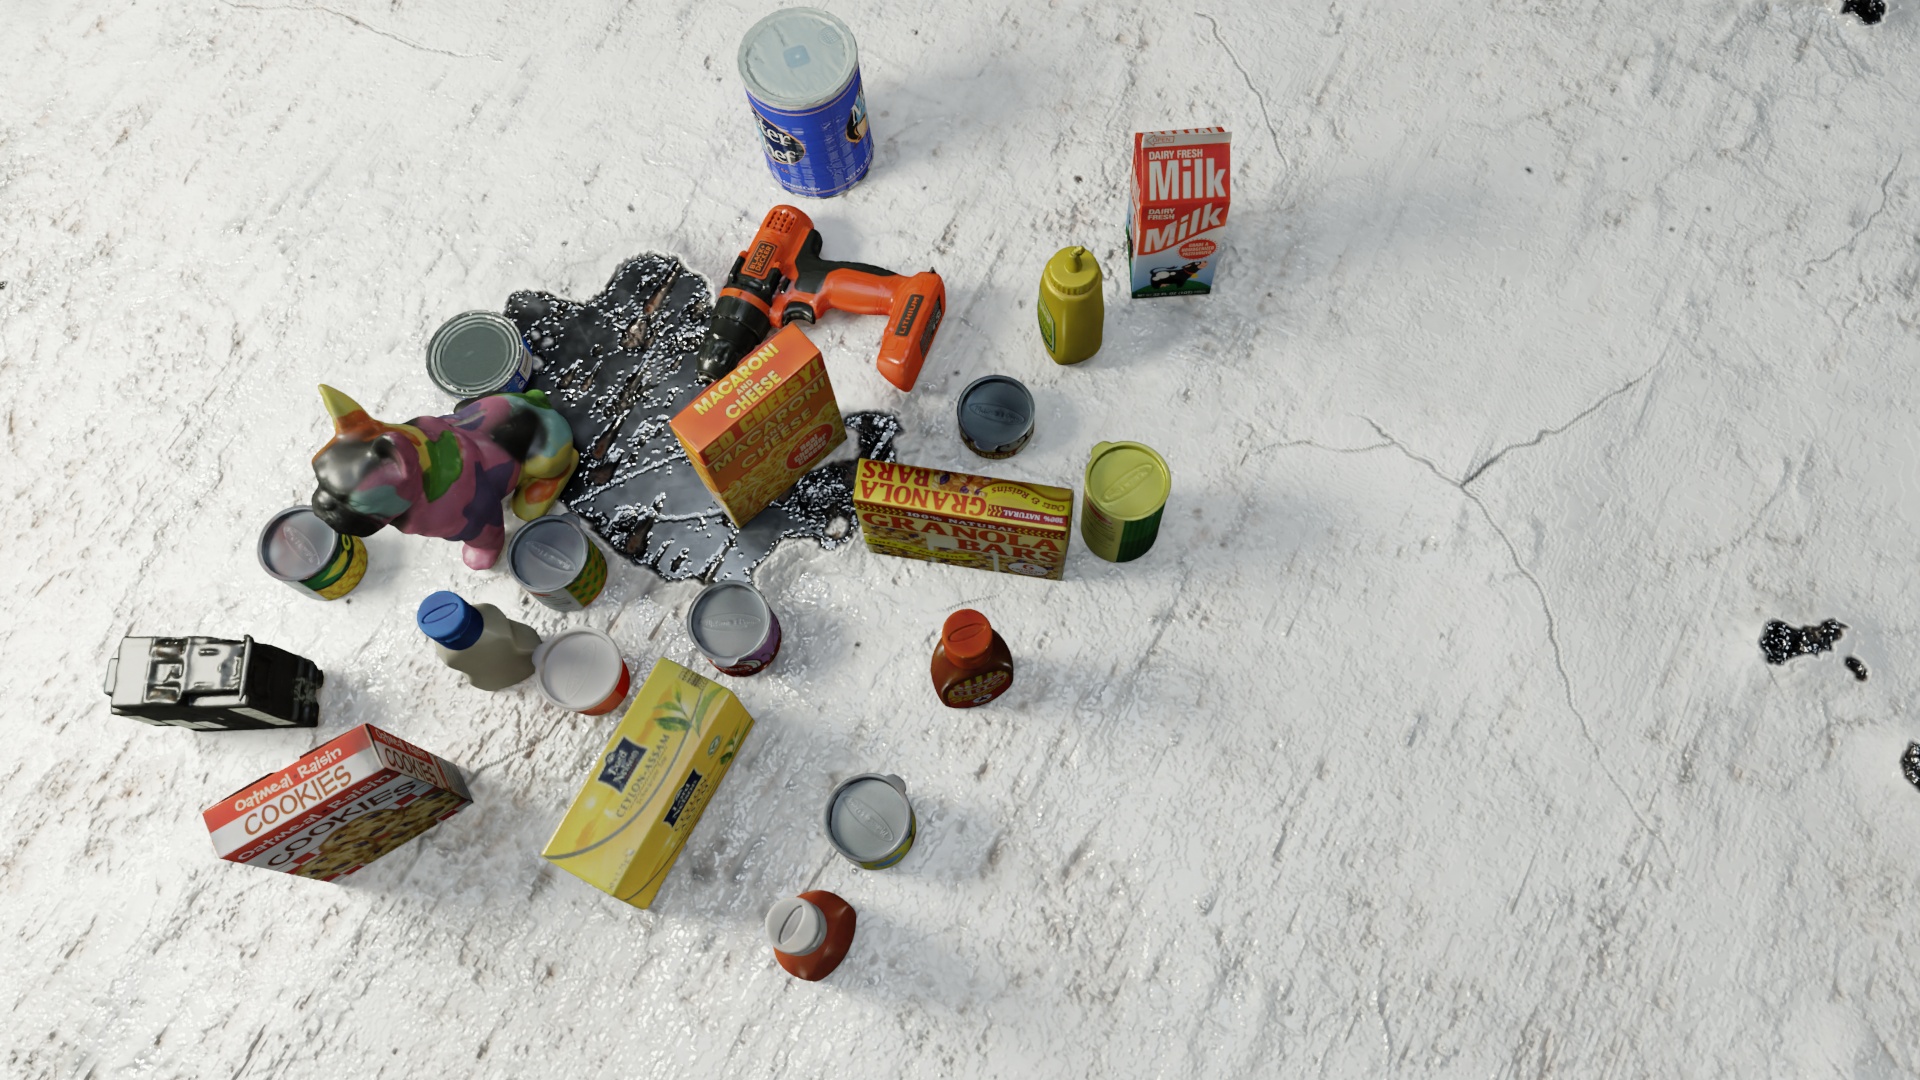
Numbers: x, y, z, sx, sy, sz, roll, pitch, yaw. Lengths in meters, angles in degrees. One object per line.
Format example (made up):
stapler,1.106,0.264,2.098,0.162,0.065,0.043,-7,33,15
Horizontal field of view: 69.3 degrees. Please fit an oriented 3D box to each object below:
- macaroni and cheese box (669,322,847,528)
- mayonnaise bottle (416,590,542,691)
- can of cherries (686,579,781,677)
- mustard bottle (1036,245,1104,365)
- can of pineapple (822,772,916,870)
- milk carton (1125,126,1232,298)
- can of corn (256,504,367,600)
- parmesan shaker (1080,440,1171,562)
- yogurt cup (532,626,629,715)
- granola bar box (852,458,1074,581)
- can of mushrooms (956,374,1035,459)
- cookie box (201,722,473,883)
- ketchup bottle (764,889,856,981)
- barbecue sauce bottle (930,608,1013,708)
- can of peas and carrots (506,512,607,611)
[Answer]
macaroni and cheese box,-0.158,-0.089,1.111,0.124,0.166,0.040,-42,74,-12
mayonnaise bottle,-0.371,0.076,1.070,0.065,0.147,0.041,-26,71,-6
can of cherries,-0.181,0.074,1.111,0.071,0.058,0.072,-1,70,2
mustard bottle,0.091,-0.202,1.145,0.049,0.159,0.065,-18,71,-4
can of pineapple,-0.066,0.213,1.055,0.071,0.057,0.071,-1,70,2
milk carton,0.179,-0.280,1.154,0.072,0.190,0.073,-3,70,2
can of corn,-0.533,0.009,1.149,0.071,0.058,0.071,-1,70,2
parmesan shaker,0.129,-0.031,1.112,0.071,0.102,0.071,-1,70,2
yogurt cup,-0.297,0.108,1.106,0.072,0.053,0.072,-1,70,2
granola bar box,0.004,-0.014,1.100,0.166,0.124,0.039,8,71,6
can of mushrooms,0.029,-0.102,1.179,0.071,0.033,0.071,-1,70,2
cookie box,-0.450,0.195,1.020,0.123,0.167,0.040,-30,72,-8
ketchup bottle,-0.107,0.278,0.985,0.043,0.148,0.065,26,74,11
barbecue sauce bottle,0.007,0.089,1.049,0.065,0.148,0.044,-19,71,-4
can of peas and carrots,-0.328,0.017,1.137,0.071,0.058,0.071,-1,70,2
